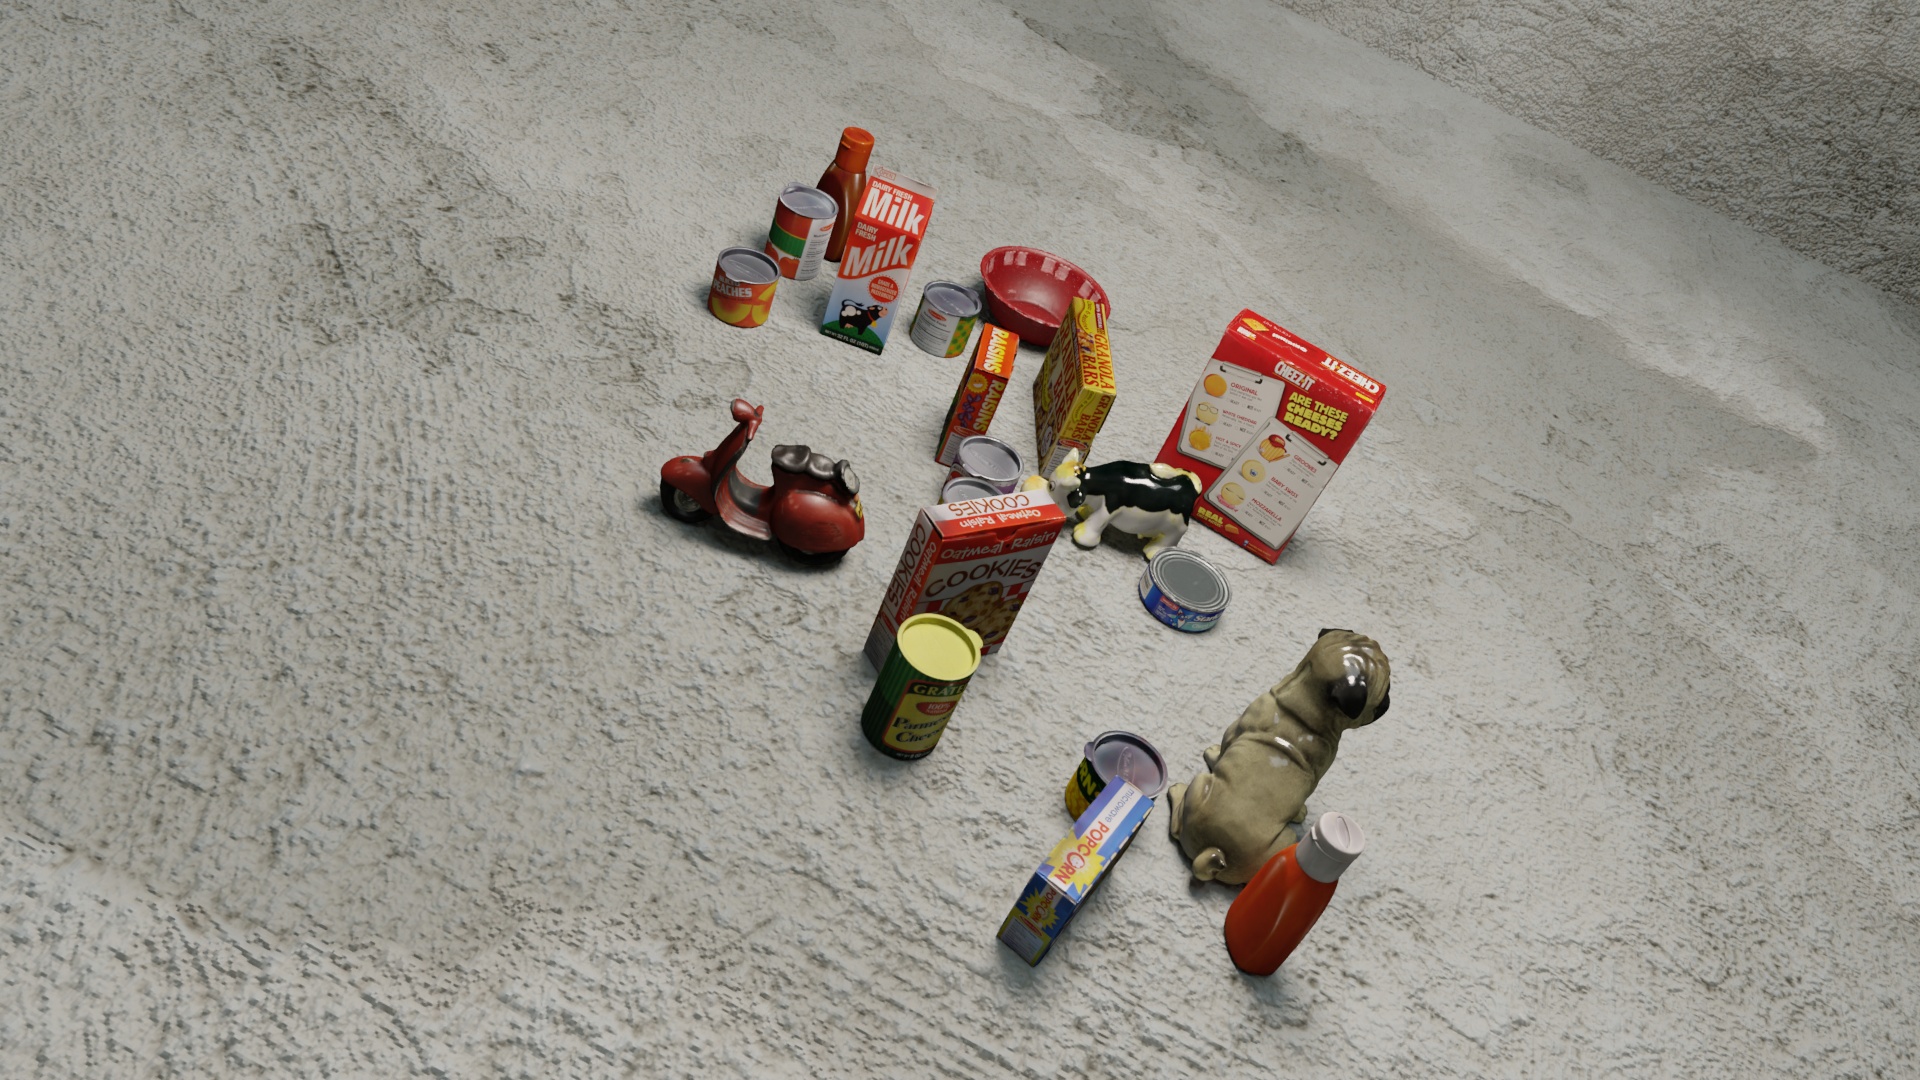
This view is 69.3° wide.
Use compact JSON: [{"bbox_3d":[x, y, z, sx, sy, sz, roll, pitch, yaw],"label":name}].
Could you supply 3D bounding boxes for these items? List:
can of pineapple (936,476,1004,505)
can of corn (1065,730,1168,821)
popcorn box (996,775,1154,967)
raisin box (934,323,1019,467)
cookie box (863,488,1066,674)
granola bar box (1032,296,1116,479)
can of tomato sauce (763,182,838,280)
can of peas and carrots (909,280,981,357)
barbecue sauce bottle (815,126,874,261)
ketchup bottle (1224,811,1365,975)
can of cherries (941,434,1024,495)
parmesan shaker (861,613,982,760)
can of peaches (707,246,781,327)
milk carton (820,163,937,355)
[{"bbox_3d":[0.005,-0.016,1.284,0.071,0.057,0.071,14,40,-12],"label":"can of pineapple"},{"bbox_3d":[0.121,0.194,1.106,0.071,0.058,0.071,14,40,-12],"label":"can of corn"},{"bbox_3d":[0.086,0.240,1.016,0.038,0.084,0.127,36,41,14],"label":"popcorn box"},{"bbox_3d":[0.017,-0.141,1.378,0.040,0.122,0.086,20,39,-5],"label":"raisin box"},{"bbox_3d":[0.003,0.036,1.138,0.123,0.166,0.040,-10,50,-35],"label":"cookie box"},{"bbox_3d":[0.117,-0.157,1.445,0.039,0.123,0.166,14,40,-12],"label":"granola bar box"},{"bbox_3d":[-0.179,-0.341,1.537,0.071,0.082,0.071,14,40,-12],"label":"can of tomato sauce"},{"bbox_3d":[-0.016,-0.244,1.528,0.071,0.058,0.071,14,40,-12],"label":"can of peas and carrots"},{"bbox_3d":[-0.134,-0.391,1.563,0.065,0.147,0.044,41,42,19],"label":"barbecue sauce bottle"},{"bbox_3d":[0.246,0.258,1.026,0.043,0.148,0.065,16,40,-10],"label":"ketchup bottle"},{"bbox_3d":[0.019,-0.058,1.338,0.071,0.058,0.072,14,40,-12],"label":"can of cherries"},{"bbox_3d":[-0.030,0.115,1.084,0.071,0.102,0.072,14,40,-12],"label":"parmesan shaker"},{"bbox_3d":[-0.227,-0.262,1.444,0.071,0.057,0.071,14,40,-12],"label":"can of peaches"},{"bbox_3d":[-0.084,-0.298,1.451,0.072,0.189,0.074,20,39,-5],"label":"milk carton"}]
